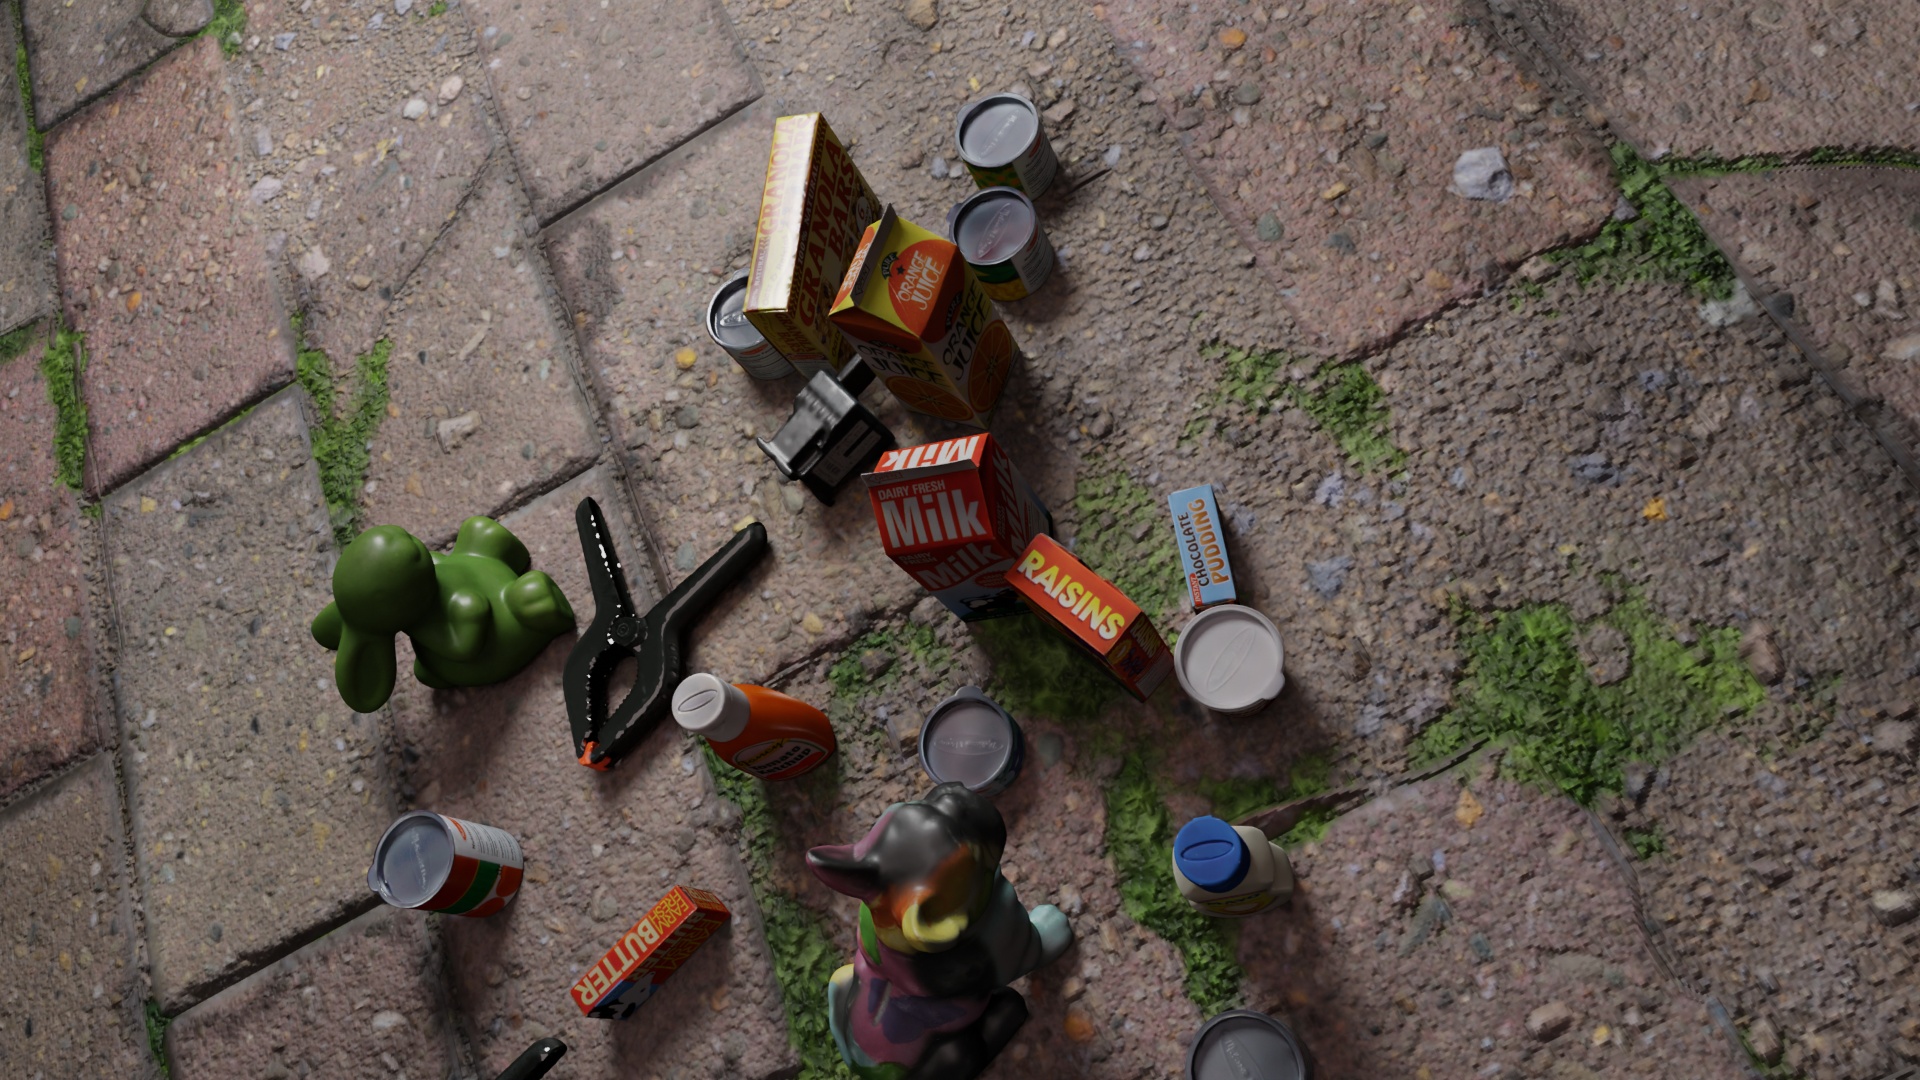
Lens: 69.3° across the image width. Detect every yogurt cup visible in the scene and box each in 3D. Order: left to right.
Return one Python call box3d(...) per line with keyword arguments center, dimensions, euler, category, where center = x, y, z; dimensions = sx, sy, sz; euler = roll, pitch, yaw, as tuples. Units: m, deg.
box3d(center=(0.173, 0.080, 0.878), dimensions=(0.072, 0.054, 0.072), euler=(-6, 68, 17), category="yogurt cup")

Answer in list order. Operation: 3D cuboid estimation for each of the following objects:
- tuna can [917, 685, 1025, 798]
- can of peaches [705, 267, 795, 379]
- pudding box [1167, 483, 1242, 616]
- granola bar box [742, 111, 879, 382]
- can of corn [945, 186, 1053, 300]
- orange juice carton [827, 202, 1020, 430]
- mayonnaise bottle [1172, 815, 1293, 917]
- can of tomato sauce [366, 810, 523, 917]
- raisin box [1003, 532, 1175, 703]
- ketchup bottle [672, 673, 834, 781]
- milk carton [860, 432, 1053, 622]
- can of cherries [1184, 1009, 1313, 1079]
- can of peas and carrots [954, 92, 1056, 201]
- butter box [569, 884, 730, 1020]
box3d(center=(0.008, 0.135, 0.925), dimensions=(0.071, 0.032, 0.071), euler=(-6, 68, 17), category="tuna can")
box3d(center=(-0.156, -0.168, 1.083), dimensions=(0.071, 0.058, 0.071), euler=(-6, 68, 17), category="can of peaches")
box3d(center=(0.161, 0.010, 0.911), dimensions=(0.030, 0.049, 0.084), euler=(-14, 66, 14), category="pudding box")
box3d(center=(-0.110, -0.216, 1.049), dimensions=(0.039, 0.124, 0.166), euler=(0, 70, 19), category="granola bar box")
box3d(center=(0.029, -0.222, 1.040), dimensions=(0.071, 0.058, 0.071), euler=(-6, 68, 17), category="can of corn")
box3d(center=(-0.028, -0.152, 0.958), dimensions=(0.073, 0.192, 0.072), euler=(16, 77, 24), category="orange juice carton")
box3d(center=(0.151, 0.187, 0.791), dimensions=(0.065, 0.147, 0.041), euler=(-14, 67, 14), category="mayonnaise bottle")
box3d(center=(-0.364, 0.233, 0.987), dimensions=(0.071, 0.083, 0.071), euler=(-7, 68, 17), category="can of tomato sauce")
box3d(center=(0.085, 0.051, 0.880), dimensions=(0.086, 0.123, 0.040), euler=(39, 86, 27), category="raisin box")
box3d(center=(-0.139, 0.122, 0.915), dimensions=(0.064, 0.148, 0.044), euler=(-26, 64, 8), category="ketchup bottle")
box3d(center=(0.003, -0.011, 0.894), dimensions=(0.072, 0.190, 0.073), euler=(-9, 68, 16), category="milk carton")
box3d(center=(0.163, 0.304, 0.792), dimensions=(0.071, 0.058, 0.072), euler=(-6, 68, 17), category="can of cherries")
box3d(center=(0.034, -0.300, 1.069), dimensions=(0.071, 0.058, 0.071), euler=(-6, 68, 17), category="can of peas and carrots")
box3d(center=(-0.208, 0.277, 0.933), dimensions=(0.103, 0.053, 0.024), euler=(-45, 63, -1), category="butter box")
